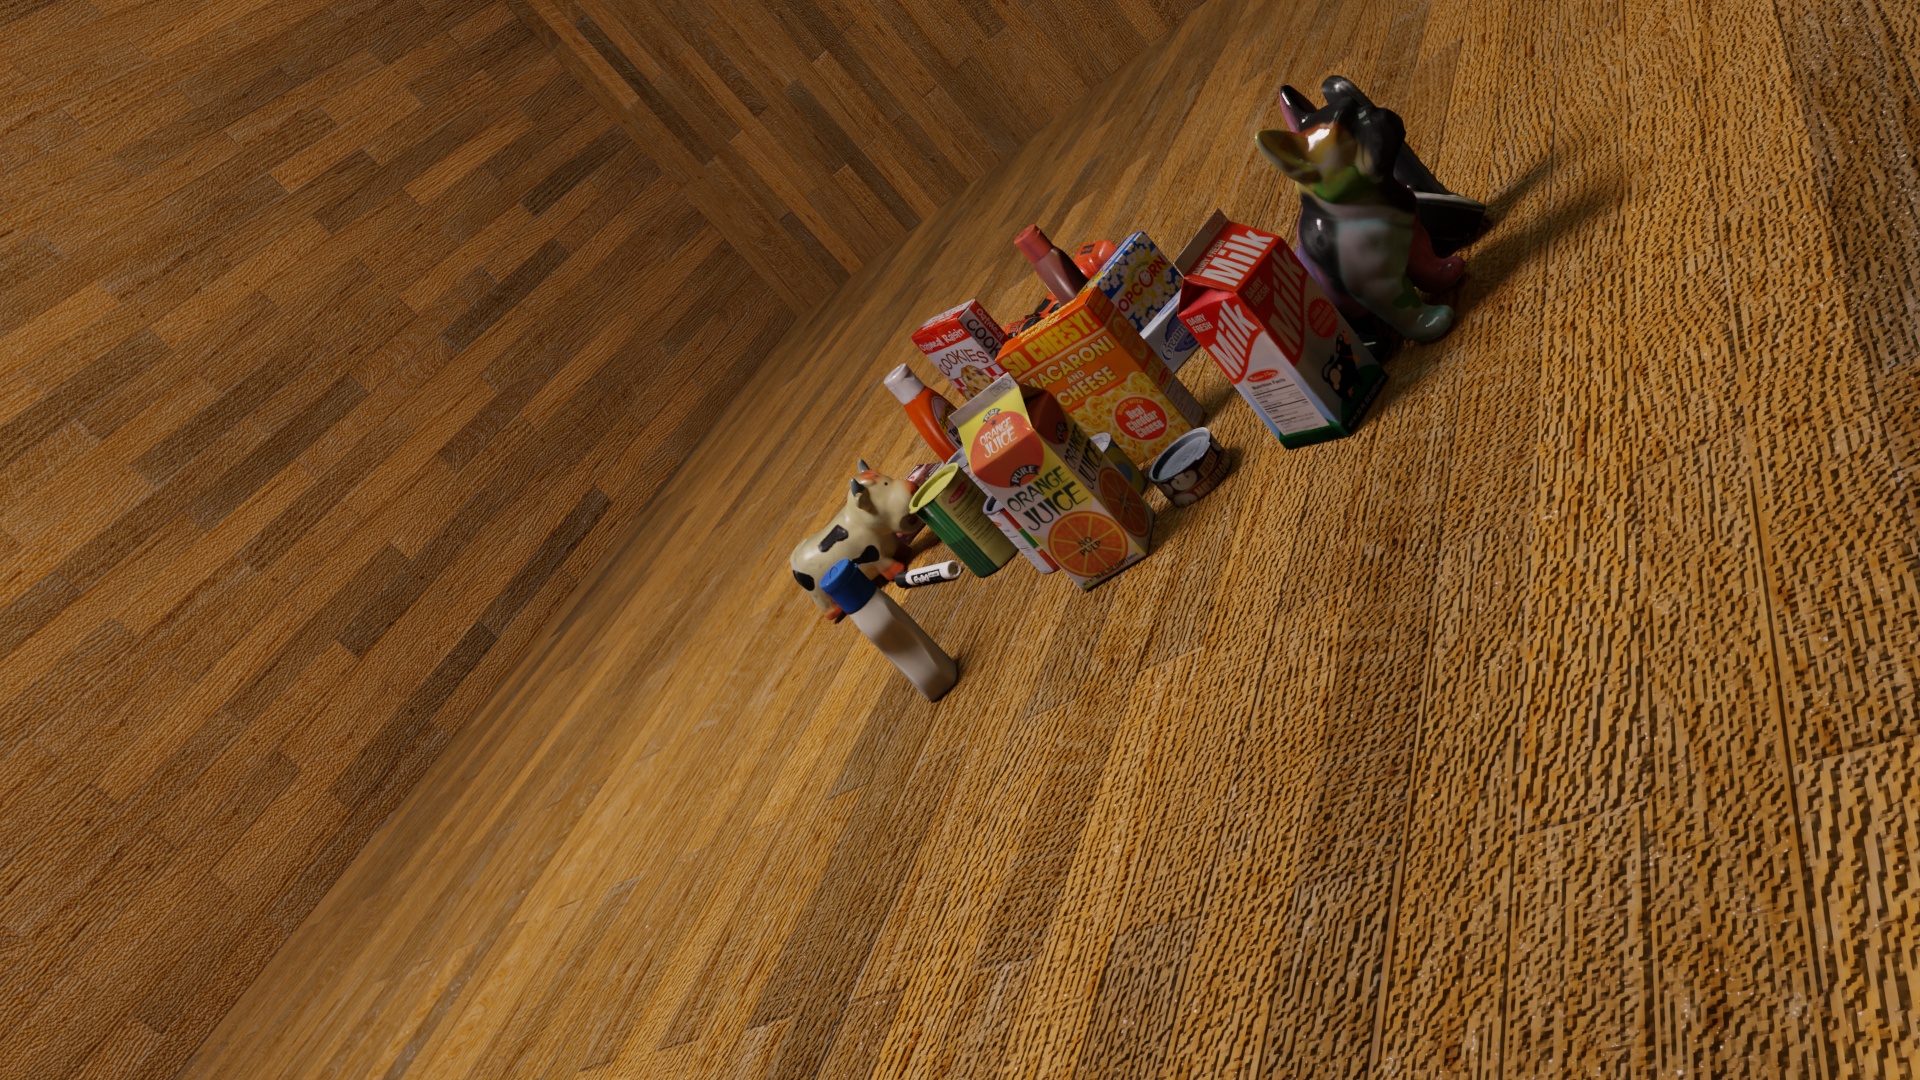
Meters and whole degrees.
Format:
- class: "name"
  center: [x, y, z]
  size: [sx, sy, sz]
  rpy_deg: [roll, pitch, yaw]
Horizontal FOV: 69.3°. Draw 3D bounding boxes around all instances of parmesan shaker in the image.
- class: "parmesan shaker"
  center: [0.005, -0.018, 1.406]
  size: [0.071, 0.103, 0.071]
  rpy_deg: [-39, 18, 15]

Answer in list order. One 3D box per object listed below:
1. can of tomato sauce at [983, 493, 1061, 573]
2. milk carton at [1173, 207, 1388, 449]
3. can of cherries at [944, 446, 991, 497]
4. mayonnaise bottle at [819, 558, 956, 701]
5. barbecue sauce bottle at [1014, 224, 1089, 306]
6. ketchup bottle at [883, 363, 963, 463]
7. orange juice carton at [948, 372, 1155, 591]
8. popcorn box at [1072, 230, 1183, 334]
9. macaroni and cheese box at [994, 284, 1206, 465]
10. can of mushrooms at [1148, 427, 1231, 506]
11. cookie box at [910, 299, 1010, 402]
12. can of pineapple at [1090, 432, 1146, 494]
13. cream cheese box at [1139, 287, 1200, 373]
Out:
- class: "can of tomato sauce"
  center: [0.074, -0.021, 1.296]
  size: [0.071, 0.083, 0.071]
  rpy_deg: [-39, 18, 15]
- class: "milk carton"
  center: [0.242, -0.167, 1.089]
  size: [0.072, 0.190, 0.073]
  rpy_deg: [-52, 19, -25]
- class: "can of cherries"
  center: [0.023, -0.078, 1.582]
  size: [0.071, 0.058, 0.072]
  rpy_deg: [-39, 18, 15]
- class: "mayonnaise bottle"
  center: [-0.065, 0.079, 1.259]
  size: [0.041, 0.148, 0.065]
  rpy_deg: [-42, 17, 6]
- class: "barbecue sauce bottle"
  center: [0.132, -0.347, 1.819]
  size: [0.043, 0.148, 0.065]
  rpy_deg: [-32, 21, 33]
- class: "ketchup bottle"
  center: [-0.034, -0.155, 1.734]
  size: [0.043, 0.148, 0.065]
  rpy_deg: [-26, 24, 44]
- class: "orange juice carton"
  center: [0.077, -0.055, 1.186]
  size: [0.071, 0.192, 0.073]
  rpy_deg: [-33, 20, 30]
- class: "popcorn box"
  center: [0.200, -0.296, 1.656]
  size: [0.127, 0.085, 0.038]
  rpy_deg: [-50, 18, -21]
- class: "macaroni and cheese box"
  center: [0.132, -0.147, 1.320]
  size: [0.123, 0.166, 0.040]
  rpy_deg: [-28, 23, 41]
- class: "can of mushrooms"
  center: [0.200, -0.063, 1.201]
  size: [0.071, 0.033, 0.071]
  rpy_deg: [-39, 18, 15]
- class: "cookie box"
  center: [0.031, -0.207, 1.682]
  size: [0.040, 0.167, 0.122]
  rpy_deg: [-51, 19, -22]
- class: "can of pineapple"
  center: [0.130, -0.056, 1.297]
  size: [0.071, 0.058, 0.071]
  rpy_deg: [-39, 18, 15]
- class: "cream cheese box"
  center: [0.235, -0.227, 1.472]
  size: [0.104, 0.053, 0.024]
  rpy_deg: [-47, 17, -12]
